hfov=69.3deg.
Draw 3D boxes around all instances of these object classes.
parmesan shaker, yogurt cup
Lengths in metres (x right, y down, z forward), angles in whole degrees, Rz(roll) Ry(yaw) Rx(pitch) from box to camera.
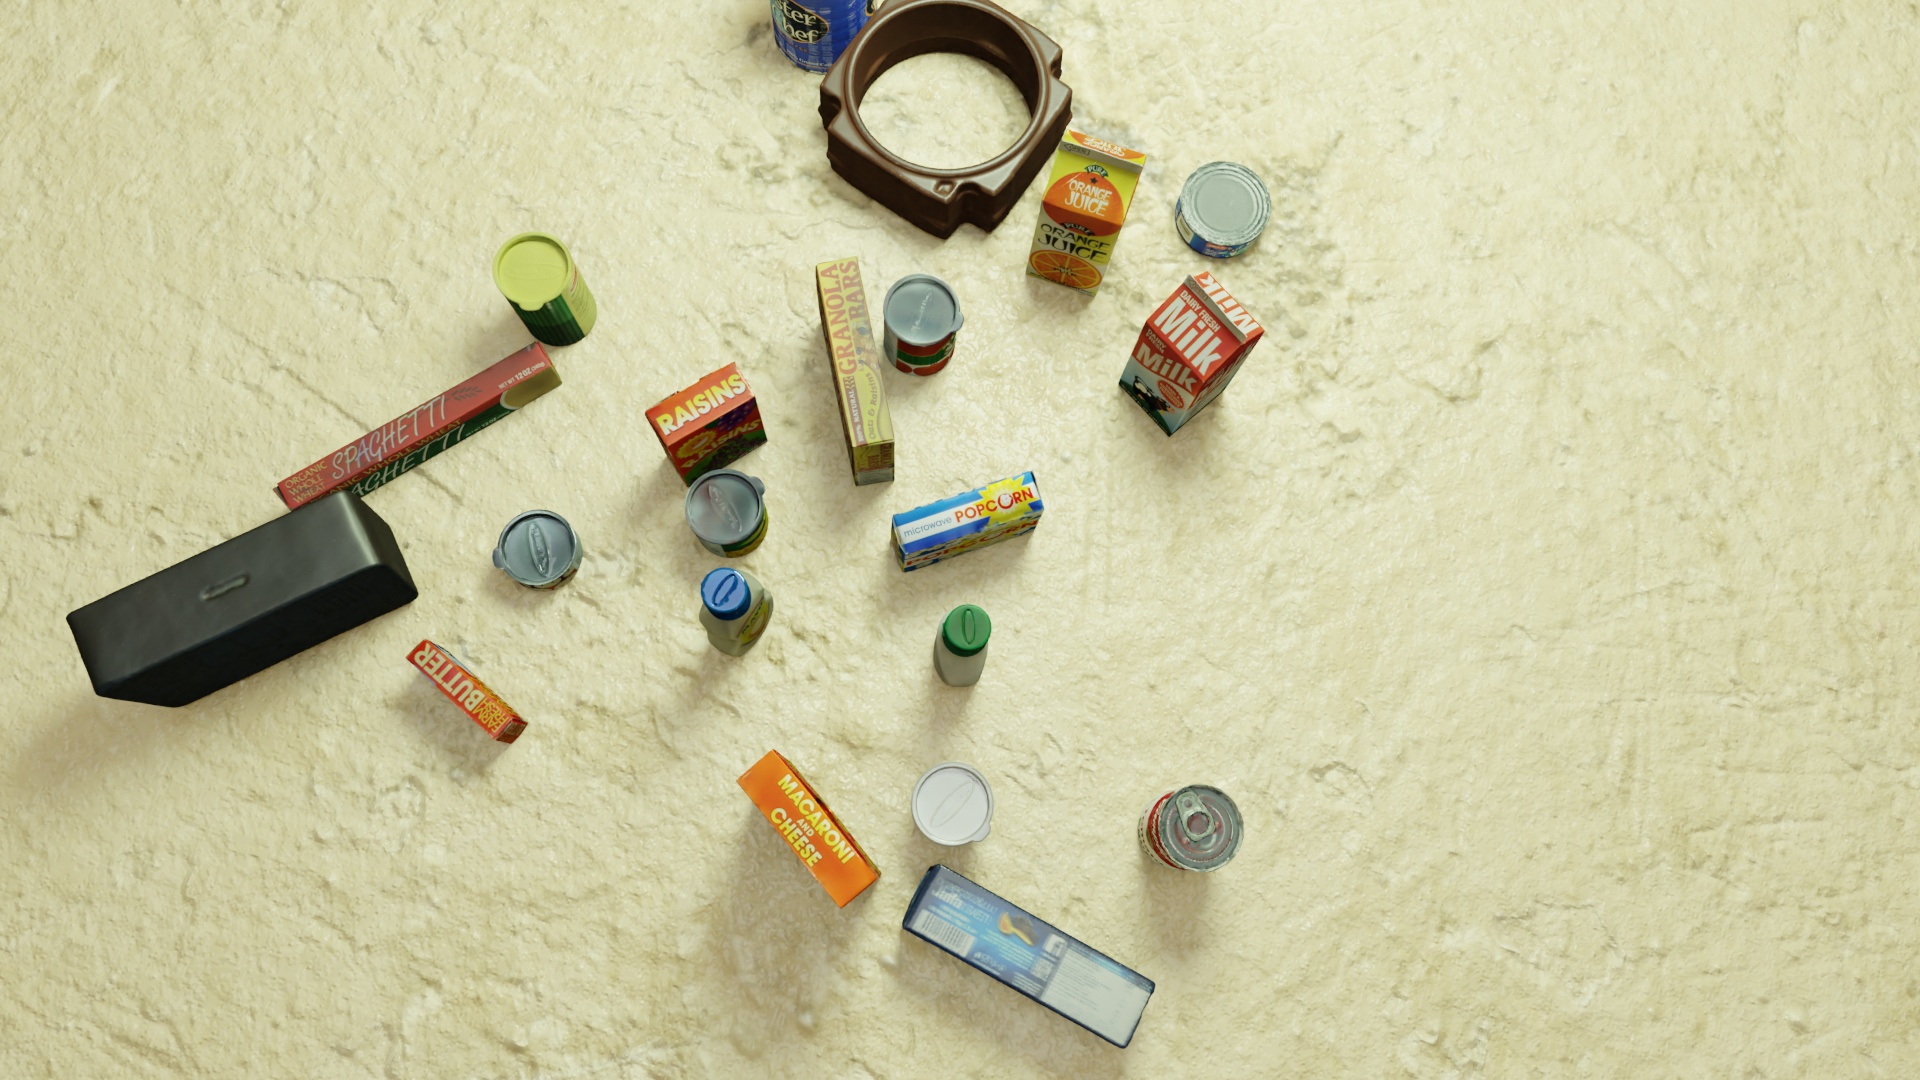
[{"bbox_3d":[-0.360,-0.214,1.207,0.071,0.103,0.071,1,77,-3],"label":"parmesan shaker"},{"bbox_3d":[-0.008,0.219,1.148,0.072,0.054,0.072,1,77,-3],"label":"yogurt cup"}]

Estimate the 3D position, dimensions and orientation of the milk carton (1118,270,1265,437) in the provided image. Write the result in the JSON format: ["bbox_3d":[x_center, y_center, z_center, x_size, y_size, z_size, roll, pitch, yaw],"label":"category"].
[{"bbox_3d":[0.197,-0.163,1.182,0.073,0.190,0.072,-40,82,-11],"label":"milk carton"}]

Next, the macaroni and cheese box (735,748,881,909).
[{"bbox_3d":[-0.114,0.225,1.083,0.040,0.166,0.124,-40,82,-11],"label":"macaroni and cheese box"}]

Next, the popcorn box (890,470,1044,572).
[{"bbox_3d":[0.004,-0.015,1.189,0.127,0.085,0.038,-18,79,-7],"label":"popcorn box"}]

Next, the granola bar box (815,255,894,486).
[{"bbox_3d":[-0.090,-0.142,1.194,0.039,0.124,0.166,-11,78,-6],"label":"granola bar box"}]

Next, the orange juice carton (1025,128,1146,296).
[{"bbox_3d":[0.109,-0.290,1.206,0.072,0.192,0.073,19,77,1],"label":"orange juice carton"}]

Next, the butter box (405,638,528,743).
[{"bbox_3d":[-0.407,0.125,1.149,0.103,0.053,0.024,40,78,6],"label":"butter box"}]

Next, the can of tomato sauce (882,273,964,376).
[{"bbox_3d":[-0.033,-0.189,1.230,0.071,0.083,0.071,1,77,-3],"label":"can of tomato sauce"}]

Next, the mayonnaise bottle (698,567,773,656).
[{"bbox_3d":[-0.184,0.054,1.130,0.041,0.147,0.065,31,77,4],"label":"mayonnaise bottle"}]

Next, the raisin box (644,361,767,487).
[{"bbox_3d":[-0.213,-0.097,1.177,0.086,0.123,0.040,-31,81,-9],"label":"raisin box"}]

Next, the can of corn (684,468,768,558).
[{"bbox_3d":[-0.198,-0.024,1.194,0.071,0.058,0.071,1,77,-3],"label":"can of corn"}]

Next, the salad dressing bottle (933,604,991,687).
[{"bbox_3d":[0.002,0.083,1.134,0.044,0.147,0.064,-1,77,-3],"label":"salad dressing bottle"}]

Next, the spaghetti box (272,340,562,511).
[{"bbox_3d":[-0.464,-0.093,1.200,0.250,0.050,0.029,-32,81,-10],"label":"spaghetti box"}]

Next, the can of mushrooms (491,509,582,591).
[{"bbox_3d":[-0.361,0.010,1.189,0.071,0.033,0.071,1,77,-3],"label":"can of mushrooms"}]
